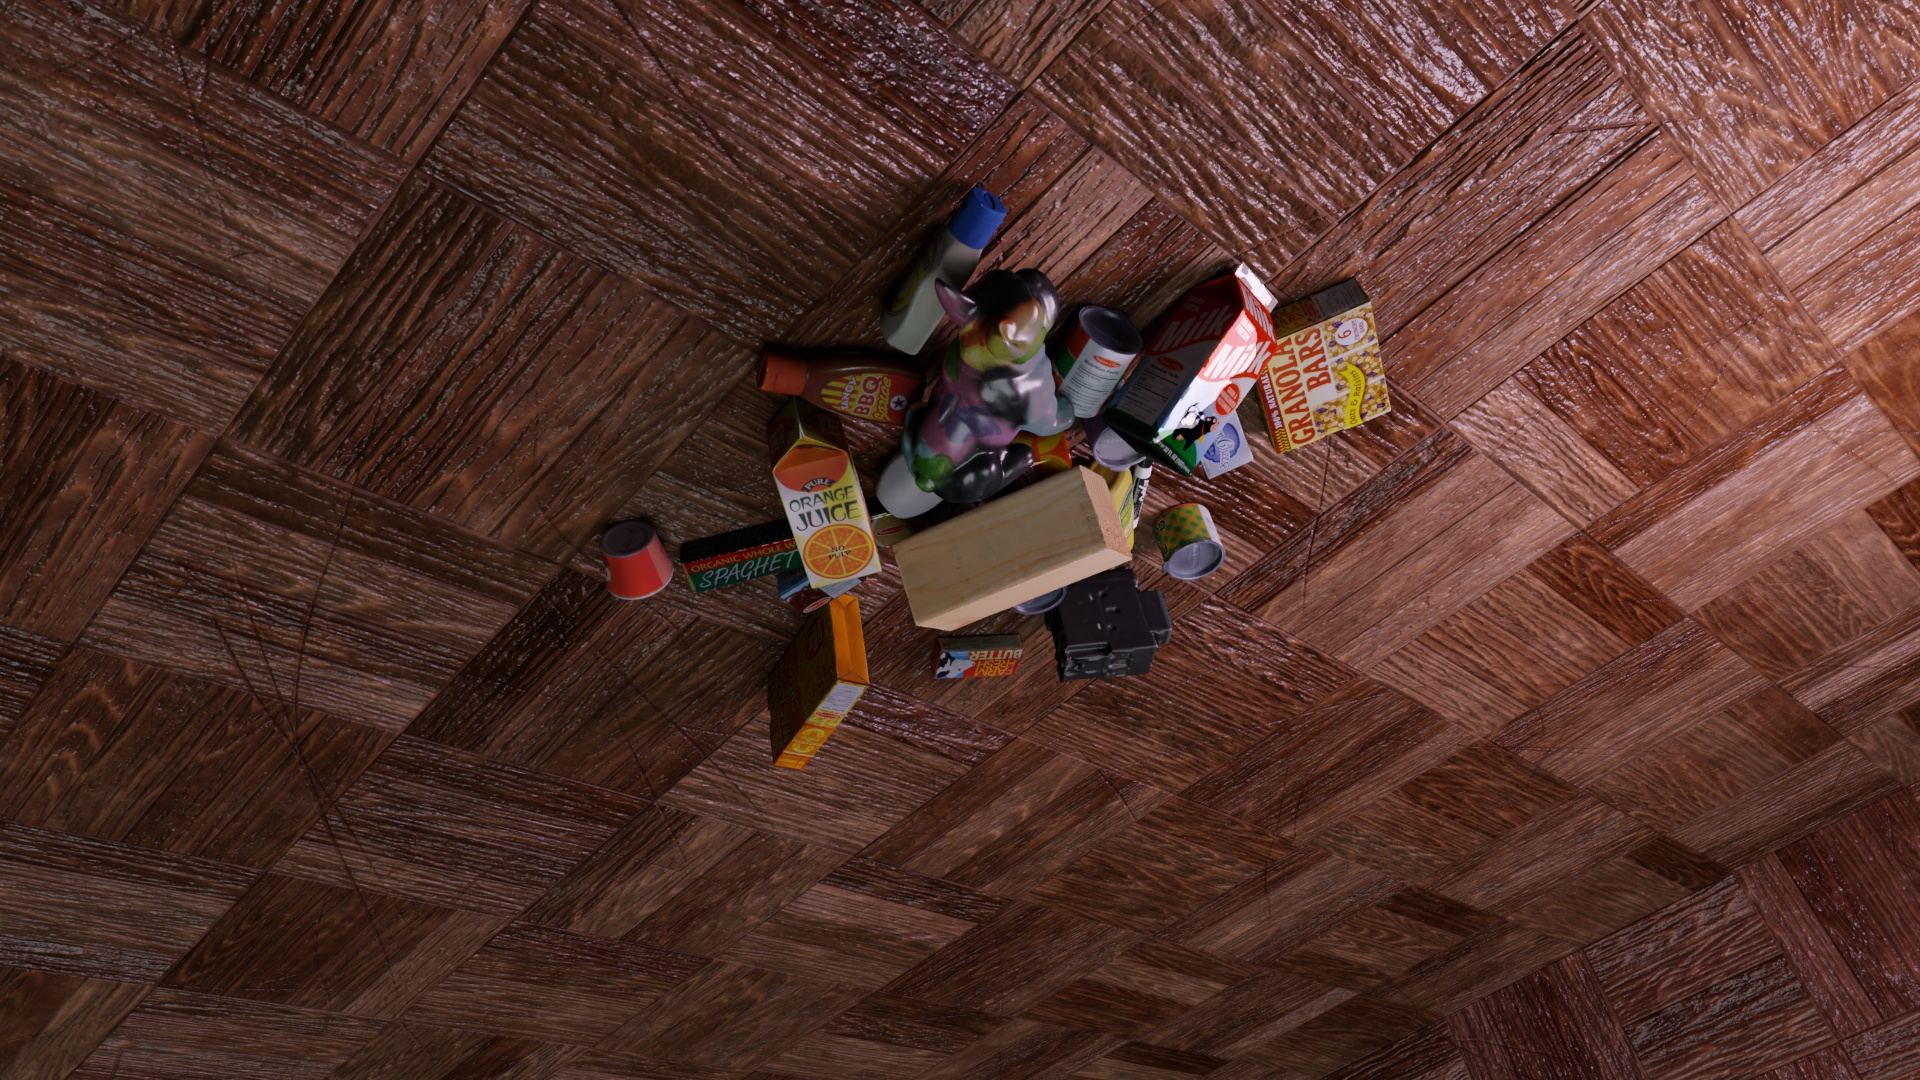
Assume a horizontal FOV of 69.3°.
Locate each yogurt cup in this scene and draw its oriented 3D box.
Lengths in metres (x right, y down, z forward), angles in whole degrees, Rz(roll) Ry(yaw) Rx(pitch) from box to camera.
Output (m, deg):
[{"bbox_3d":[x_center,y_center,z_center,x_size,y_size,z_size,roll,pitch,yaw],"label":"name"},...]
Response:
[{"bbox_3d":[-0.322,0.017,1.369,0.072,0.073,0.053,-11,132,-4],"label":"yogurt cup"}]

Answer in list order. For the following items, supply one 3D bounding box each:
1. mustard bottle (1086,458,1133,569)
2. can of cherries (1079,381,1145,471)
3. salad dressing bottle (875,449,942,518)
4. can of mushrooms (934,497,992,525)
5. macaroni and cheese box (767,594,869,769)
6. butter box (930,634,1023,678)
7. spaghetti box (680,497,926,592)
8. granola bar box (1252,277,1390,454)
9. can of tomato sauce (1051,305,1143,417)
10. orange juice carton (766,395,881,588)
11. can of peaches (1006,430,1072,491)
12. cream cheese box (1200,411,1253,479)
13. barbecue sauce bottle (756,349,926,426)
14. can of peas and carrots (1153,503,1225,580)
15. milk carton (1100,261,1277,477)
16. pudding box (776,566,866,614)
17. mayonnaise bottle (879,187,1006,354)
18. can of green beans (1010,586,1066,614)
[{"bbox_3d":[0.157,-0.019,1.468,0.049,0.065,0.159,14,147,22],"label":"mustard bottle"},{"bbox_3d":[0.153,-0.112,1.366,0.071,0.058,0.071,-9,140,-8],"label":"can of cherries"},{"bbox_3d":[-0.017,-0.081,1.358,0.147,0.044,0.064,-39,101,20],"label":"salad dressing bottle"},{"bbox_3d":[0.005,-0.018,1.449,0.071,0.033,0.070,-8,140,-7],"label":"can of mushrooms"},{"bbox_3d":[-0.161,0.155,1.528,0.040,0.124,0.165,16,131,-27],"label":"macaroni and cheese box"},{"bbox_3d":[0.020,0.137,1.638,0.104,0.024,0.052,-1,137,-15],"label":"butter box"},{"bbox_3d":[-0.161,0.000,1.424,0.250,0.029,0.050,-14,139,-1],"label":"spaghetti box"},{"bbox_3d":[0.352,-0.168,1.376,0.124,0.039,0.165,-22,139,9],"label":"granola bar box"},{"bbox_3d":[0.121,-0.167,1.290,0.071,0.071,0.082,8,135,-25],"label":"can of tomato sauce"},{"bbox_3d":[-0.133,-0.053,1.316,0.073,0.072,0.191,-15,130,-2],"label":"orange juice carton"},{"bbox_3d":[0.076,-0.083,1.366,0.058,0.071,0.071,-14,140,-2],"label":"can of peaches"},{"bbox_3d":[0.263,-0.110,1.428,0.053,0.024,0.103,-24,139,9],"label":"cream cheese box"},{"bbox_3d":[-0.109,-0.144,1.262,0.149,0.044,0.064,7,125,-23],"label":"barbecue sauce bottle"},{"bbox_3d":[0.248,0.002,1.525,0.071,0.059,0.070,-8,139,-7],"label":"can of peas and carrots"},{"bbox_3d":[0.224,-0.162,1.286,0.072,0.073,0.190,35,89,-43],"label":"milk carton"},{"bbox_3d":[-0.148,0.040,1.473,0.083,0.030,0.049,-31,138,18],"label":"pudding box"},{"bbox_3d":[-0.016,-0.231,1.180,0.041,0.065,0.147,22,124,-25],"label":"mayonnaise bottle"},{"bbox_3d":[0.077,0.038,1.516,0.071,0.058,0.071,-8,140,-7],"label":"can of green beans"}]
